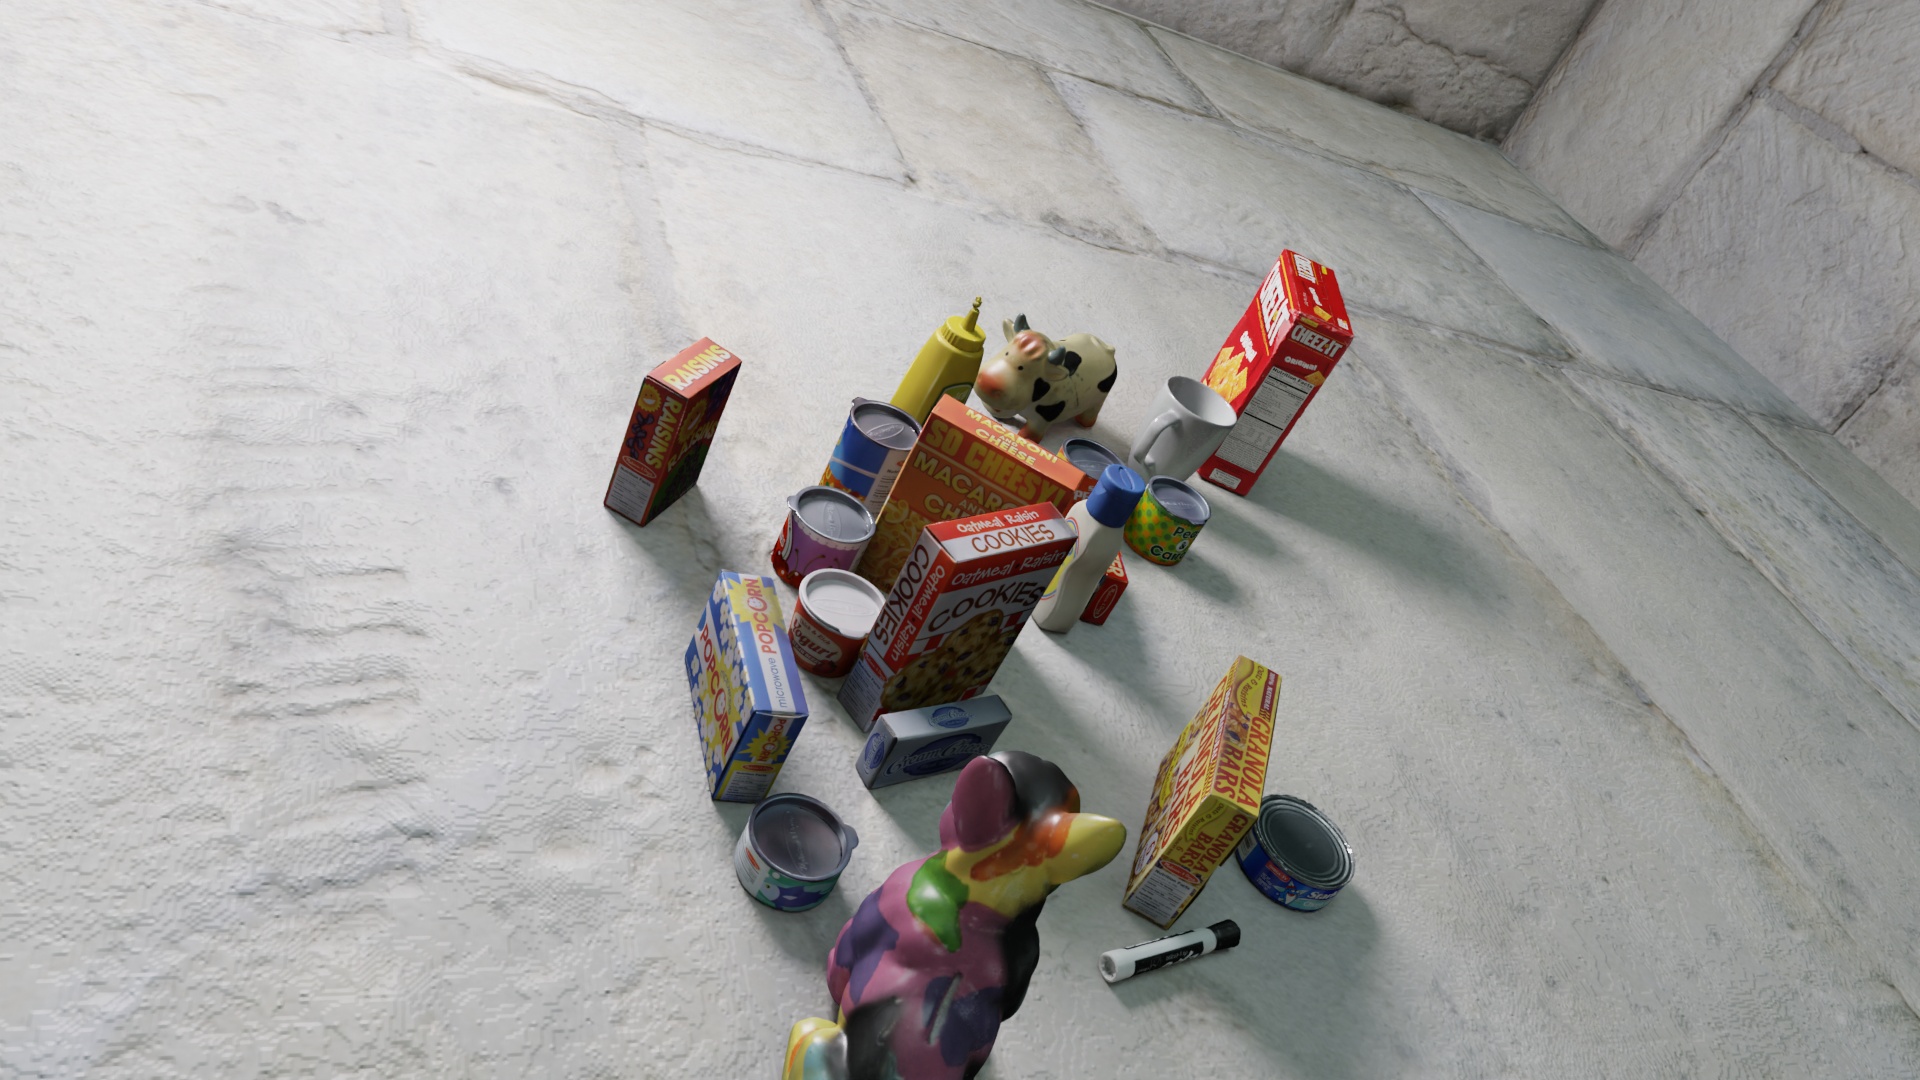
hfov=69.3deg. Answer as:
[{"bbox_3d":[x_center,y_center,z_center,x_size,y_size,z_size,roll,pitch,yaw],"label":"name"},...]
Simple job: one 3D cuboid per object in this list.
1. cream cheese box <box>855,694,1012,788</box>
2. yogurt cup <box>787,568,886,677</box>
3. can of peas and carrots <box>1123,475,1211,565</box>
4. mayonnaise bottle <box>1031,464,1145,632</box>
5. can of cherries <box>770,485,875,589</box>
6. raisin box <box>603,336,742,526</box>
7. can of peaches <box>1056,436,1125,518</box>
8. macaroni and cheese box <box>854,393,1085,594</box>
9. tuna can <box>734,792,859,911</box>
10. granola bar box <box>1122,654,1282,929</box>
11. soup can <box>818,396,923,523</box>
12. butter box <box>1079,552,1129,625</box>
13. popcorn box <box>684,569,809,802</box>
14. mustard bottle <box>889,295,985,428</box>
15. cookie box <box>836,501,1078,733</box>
[{"bbox_3d":[-0.018,0.138,0.955,0.104,0.053,0.024,-5,45,-39],"label":"cream cheese box"},{"bbox_3d":[-0.092,0.062,1.003,0.072,0.053,0.073,19,34,-14],"label":"yogurt cup"},{"bbox_3d":[0.195,-0.017,1.309,0.071,0.058,0.071,19,34,-14],"label":"can of peas and carrots"},{"bbox_3d":[0.101,0.004,1.132,0.041,0.147,0.065,11,37,-24],"label":"mayonnaise bottle"},{"bbox_3d":[-0.109,-0.001,1.070,0.071,0.058,0.072,19,34,-14],"label":"can of cherries"},{"bbox_3d":[-0.216,-0.082,1.044,0.040,0.122,0.086,31,33,5],"label":"raisin box"},{"bbox_3d":[0.114,-0.053,1.300,0.071,0.057,0.071,19,34,-14],"label":"can of peaches"},{"bbox_3d":[0.004,-0.013,1.070,0.124,0.165,0.040,30,33,2],"label":"macaroni and cheese box"},{"bbox_3d":[-0.100,0.190,0.846,0.071,0.032,0.071,19,34,-14],"label":"tuna can"},{"bbox_3d":[0.173,0.174,0.979,0.039,0.123,0.166,29,33,1],"label":"granola bar box"},{"bbox_3d":[-0.077,-0.066,1.158,0.071,0.083,0.072,19,34,-14],"label":"soup can"},{"bbox_3d":[0.116,0.020,1.209,0.024,0.052,0.104,16,35,-18],"label":"butter box"},{"bbox_3d":[-0.141,0.093,0.898,0.038,0.084,0.127,8,38,-28],"label":"popcorn box"},{"bbox_3d":[-0.015,-0.150,1.245,0.065,0.159,0.049,-14,52,-46],"label":"mustard bottle"},{"bbox_3d":[-0.003,0.052,0.977,0.123,0.166,0.040,-12,50,-44],"label":"cookie box"}]
